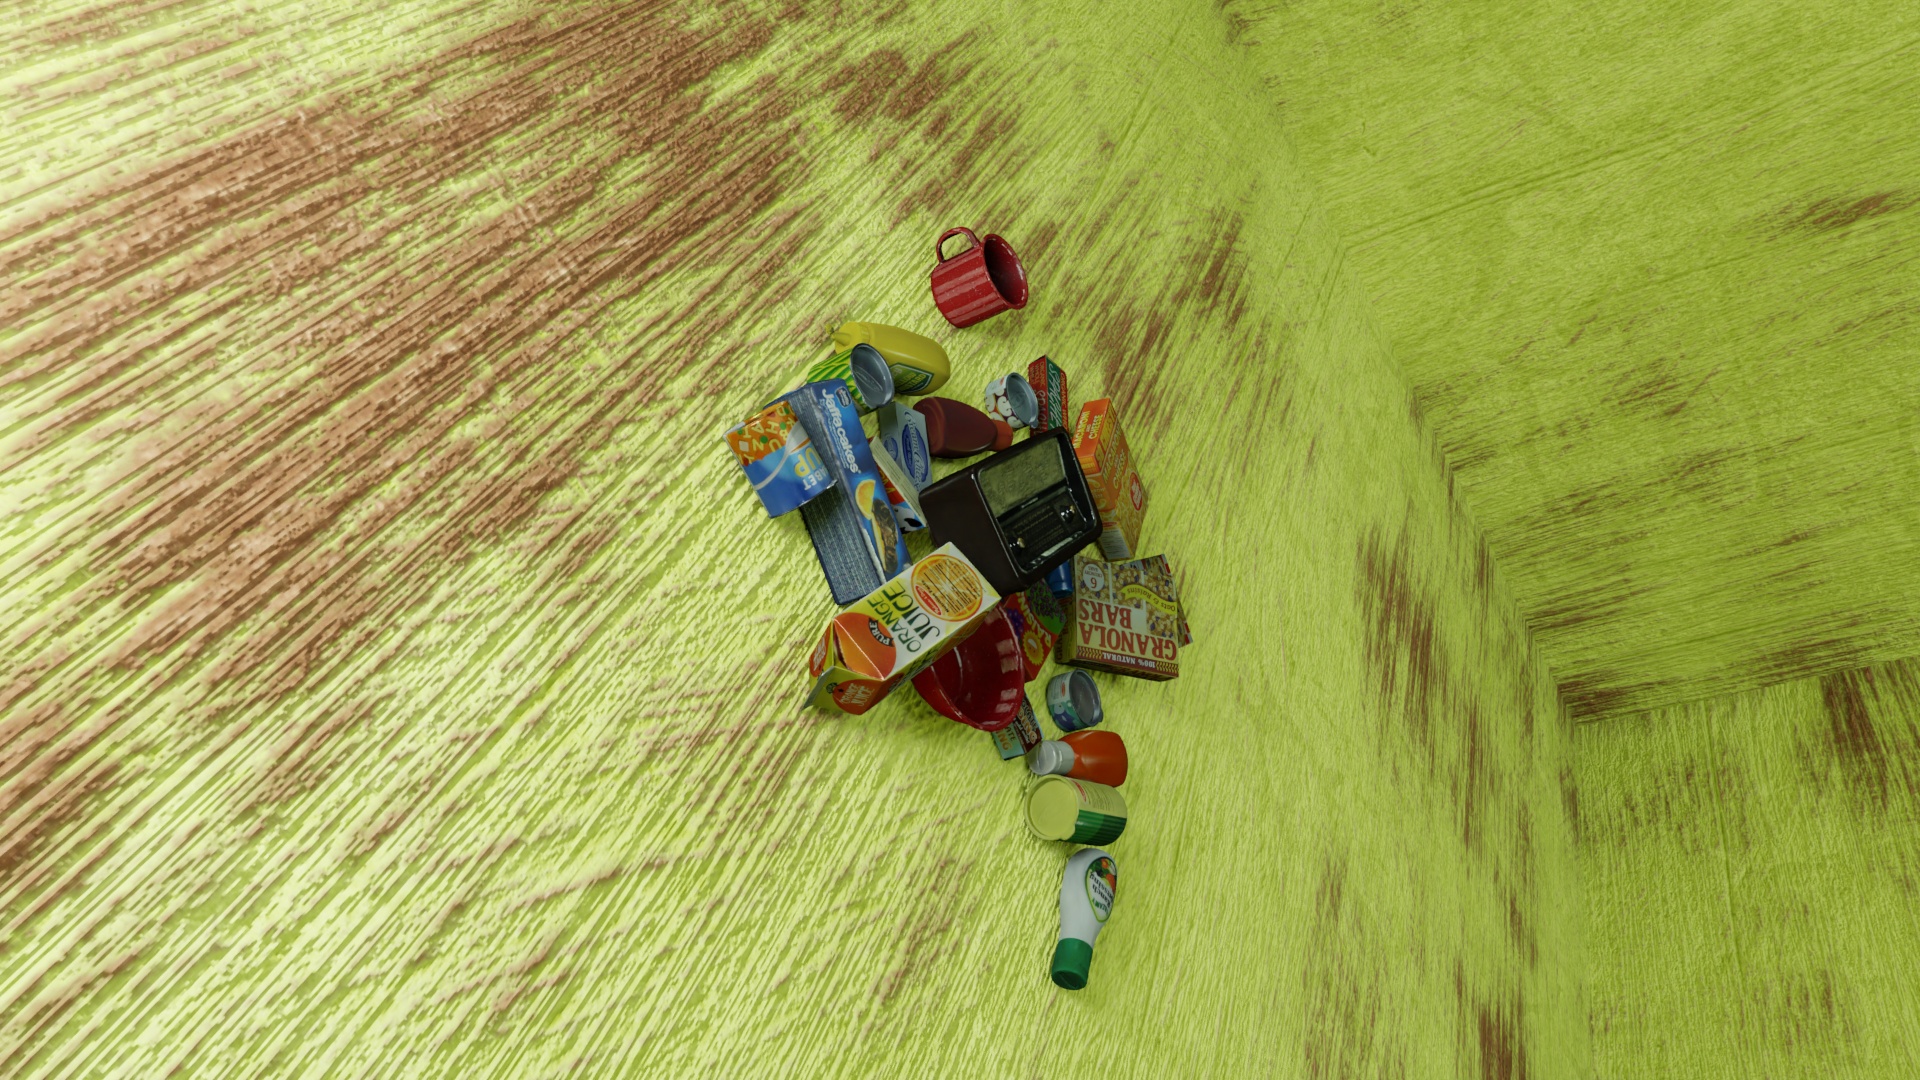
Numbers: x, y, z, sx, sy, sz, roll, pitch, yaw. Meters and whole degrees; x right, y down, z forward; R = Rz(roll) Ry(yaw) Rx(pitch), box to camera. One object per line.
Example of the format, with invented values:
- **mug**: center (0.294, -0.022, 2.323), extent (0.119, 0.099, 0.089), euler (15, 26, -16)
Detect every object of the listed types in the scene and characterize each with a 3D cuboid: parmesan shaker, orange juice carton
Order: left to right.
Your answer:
- **orange juice carton**: center (-0.062, 0.086, 1.222), extent (0.193, 0.071, 0.073), euler (-34, 77, -37)
- **parmesan shaker**: center (0.122, 0.285, 1.446), extent (0.103, 0.071, 0.071), euler (23, 54, -51)

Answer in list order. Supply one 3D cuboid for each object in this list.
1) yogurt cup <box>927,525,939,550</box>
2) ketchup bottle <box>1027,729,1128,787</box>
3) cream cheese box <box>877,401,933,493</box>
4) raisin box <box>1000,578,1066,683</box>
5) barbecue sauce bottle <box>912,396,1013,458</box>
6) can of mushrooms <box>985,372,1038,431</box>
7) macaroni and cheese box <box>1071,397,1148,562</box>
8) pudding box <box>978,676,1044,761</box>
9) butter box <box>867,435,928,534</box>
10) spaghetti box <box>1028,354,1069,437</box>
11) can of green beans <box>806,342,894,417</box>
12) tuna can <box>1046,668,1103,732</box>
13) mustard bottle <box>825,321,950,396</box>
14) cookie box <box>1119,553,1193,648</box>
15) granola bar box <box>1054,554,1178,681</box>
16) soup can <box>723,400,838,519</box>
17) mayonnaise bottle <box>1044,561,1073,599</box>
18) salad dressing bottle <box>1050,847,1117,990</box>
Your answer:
- **yogurt cup**: center (0.005, -0.018, 1.450), extent (0.072, 0.054, 0.073), euler (32, 48, -45)
- **ketchup bottle**: center (0.128, 0.236, 1.504), extent (0.149, 0.043, 0.065), euler (14, 66, -53)
- **cream cheese box**: center (-0.055, -0.087, 1.424), extent (0.053, 0.024, 0.104), euler (19, 58, -53)
- **raisin box**: center (0.063, 0.088, 1.493), extent (0.086, 0.040, 0.124), euler (60, 32, -17)
- **barbecue sauce bottle**: center (0.006, -0.119, 1.518), extent (0.149, 0.043, 0.065), euler (2, 72, -57)
- **can of mushrooms**: center (0.061, -0.159, 1.633), extent (0.071, 0.033, 0.071), euler (34, 46, -44)
- **macaroni and cheese box**: center (0.185, -0.075, 1.739), extent (0.165, 0.040, 0.124), euler (64, 30, -33)
- **pudding box**: center (0.050, 0.178, 1.432), extent (0.050, 0.030, 0.083), euler (-27, 97, -59)
- **butter box**: center (-0.077, -0.051, 1.344), extent (0.103, 0.053, 0.024), euler (53, 38, -24)
- **spaghetti box**: center (0.110, -0.109, 1.683), extent (0.050, 0.028, 0.251), euler (33, 47, -45)
- **can of green beans**: center (-0.107, -0.151, 1.349), extent (0.071, 0.057, 0.071), euler (33, 47, -44)
- **tuna can**: center (0.128, 0.180, 1.545), extent (0.071, 0.032, 0.071), euler (33, 47, -44)
- **mustard bottle**: center (-0.080, -0.189, 1.411), extent (0.160, 0.065, 0.049), euler (14, 56, -47)
- **cookie box**: center (0.226, 0.087, 1.742), extent (0.168, 0.040, 0.123), euler (-9, 81, -59)
- **granola bar box**: center (0.183, 0.092, 1.621), extent (0.166, 0.039, 0.124), euler (13, 68, -35)
- **soup can**: center (-0.157, -0.072, 1.217), extent (0.083, 0.071, 0.072), euler (62, 33, -13)
- **mayonnaise bottle**: center (0.099, -0.008, 1.576), extent (0.041, 0.065, 0.148), euler (77, 5, -71)
- **salad dressing bottle**: center (0.124, 0.385, 1.416), extent (0.064, 0.044, 0.148), euler (51, 36, -25)
